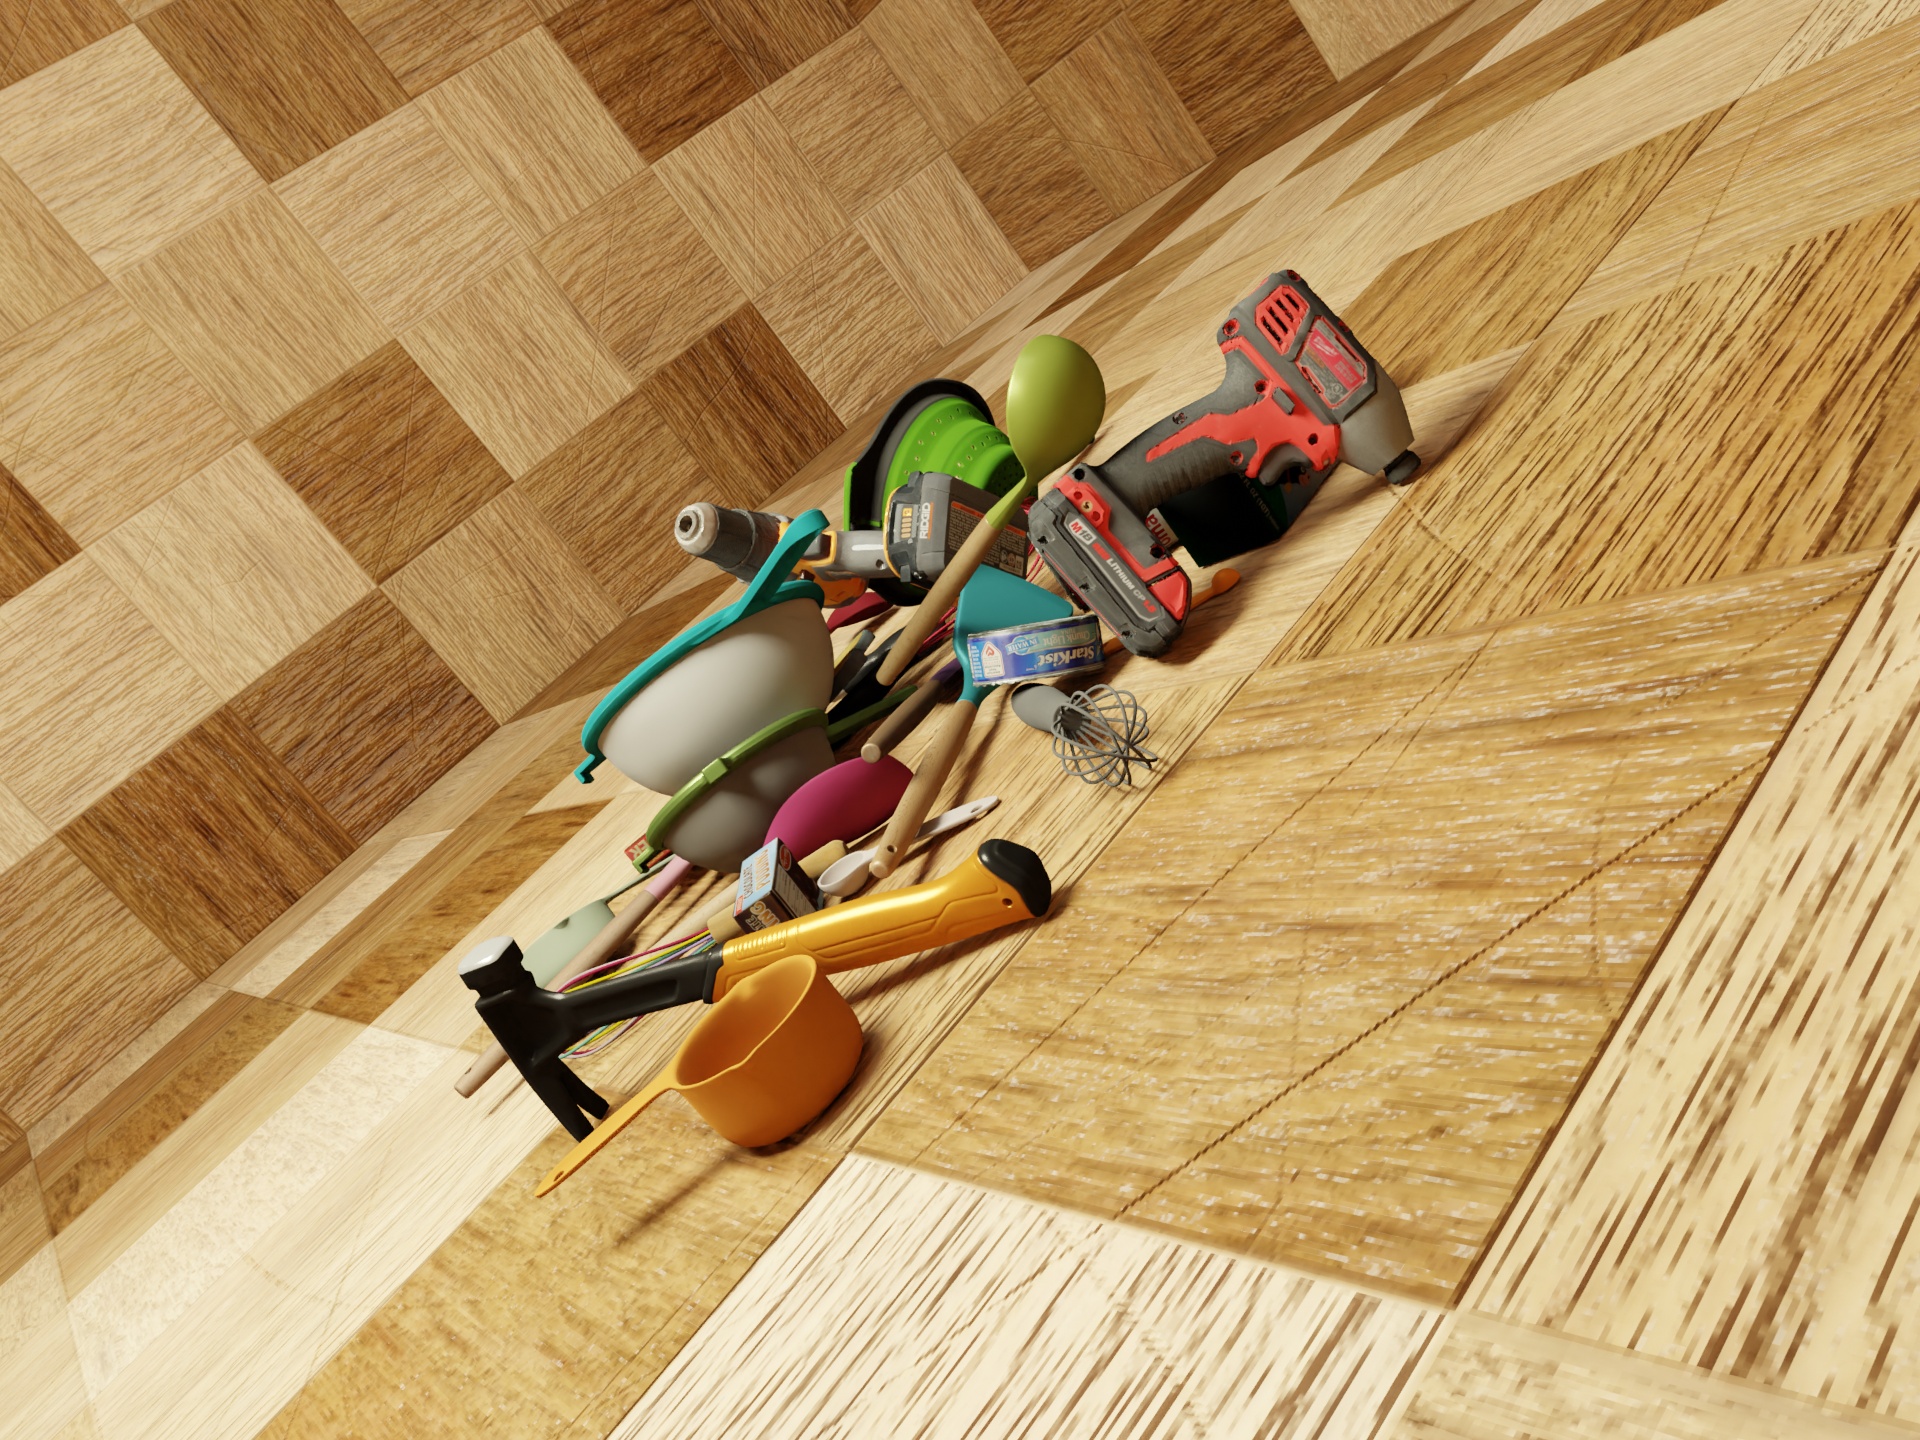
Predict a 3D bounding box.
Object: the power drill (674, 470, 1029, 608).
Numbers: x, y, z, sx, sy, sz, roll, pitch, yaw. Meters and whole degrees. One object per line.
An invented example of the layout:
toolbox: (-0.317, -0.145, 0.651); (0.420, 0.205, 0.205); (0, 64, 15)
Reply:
power drill: (-0.086, -0.134, 1.201); (0.226, 0.084, 0.185); (-1, -9, 37)

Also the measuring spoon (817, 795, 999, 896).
measuring spoon: (-0.029, 0.076, 0.944); (0.124, 0.018, 0.034); (-26, 17, 16)

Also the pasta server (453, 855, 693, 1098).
pasta server: (-0.233, 0.150, 1.127); (0.316, 0.040, 0.060); (-48, 18, -31)

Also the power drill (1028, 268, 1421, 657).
power drill: (0.157, -0.143, 0.938); (0.219, 0.143, 0.078); (-42, 0, 4)

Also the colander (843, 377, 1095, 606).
colander: (0.050, -0.219, 1.449); (0.094, 0.204, 0.397); (17, 30, 30)

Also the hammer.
hammer: (-0.103, 0.132, 0.826); (0.337, 0.127, 0.034); (-19, 20, 24)

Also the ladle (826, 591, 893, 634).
ladle: (-0.144, -0.066, 1.449); (0.069, 0.031, 0.315); (-25, 9, 29)

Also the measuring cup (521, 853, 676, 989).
measuring cup: (-0.246, 0.143, 1.174); (0.167, 0.038, 0.083); (-34, -6, -21)

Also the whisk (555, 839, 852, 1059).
whisk: (-0.174, 0.146, 1.008); (0.245, 0.047, 0.051); (-33, 15, 7)

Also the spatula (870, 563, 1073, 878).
spatula: (-0.002, -0.003, 1.013); (0.318, 0.082, 0.044); (-63, -4, -56)

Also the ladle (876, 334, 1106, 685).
ladle: (0.003, -0.121, 1.028); (0.078, 0.062, 0.320); (-44, -5, -42)

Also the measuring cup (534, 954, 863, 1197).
measuring cup: (-0.121, 0.187, 0.759); (0.173, 0.052, 0.095); (-39, 16, 2)

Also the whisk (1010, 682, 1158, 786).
whisk: (0.060, 0.000, 0.902); (0.055, 0.055, 0.239); (-39, 11, -4)

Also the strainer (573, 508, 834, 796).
strainer: (-0.140, -0.030, 1.123); (0.211, 0.095, 0.340); (-31, -7, -34)

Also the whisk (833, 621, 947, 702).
whisk: (-0.133, -0.012, 1.350); (0.284, 0.070, 0.070); (-29, 17, 12)

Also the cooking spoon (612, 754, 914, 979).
cooking spoon: (-0.157, 0.124, 1.034); (0.319, 0.068, 0.017); (-38, 43, 15)

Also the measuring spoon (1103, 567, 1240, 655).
measuring spoon: (0.125, -0.067, 1.006); (0.117, 0.011, 0.021); (-29, 18, 29)

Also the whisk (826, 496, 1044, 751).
whisk: (-0.029, -0.071, 1.282); (0.296, 0.073, 0.073); (-48, 17, -10)

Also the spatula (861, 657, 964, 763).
spatula: (-0.025, -0.014, 1.091); (0.060, 0.018, 0.316); (-37, 4, 16)

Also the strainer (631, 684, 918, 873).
strainer: (-0.102, 0.044, 1.125); (0.256, 0.069, 0.151); (-28, -12, -43)
